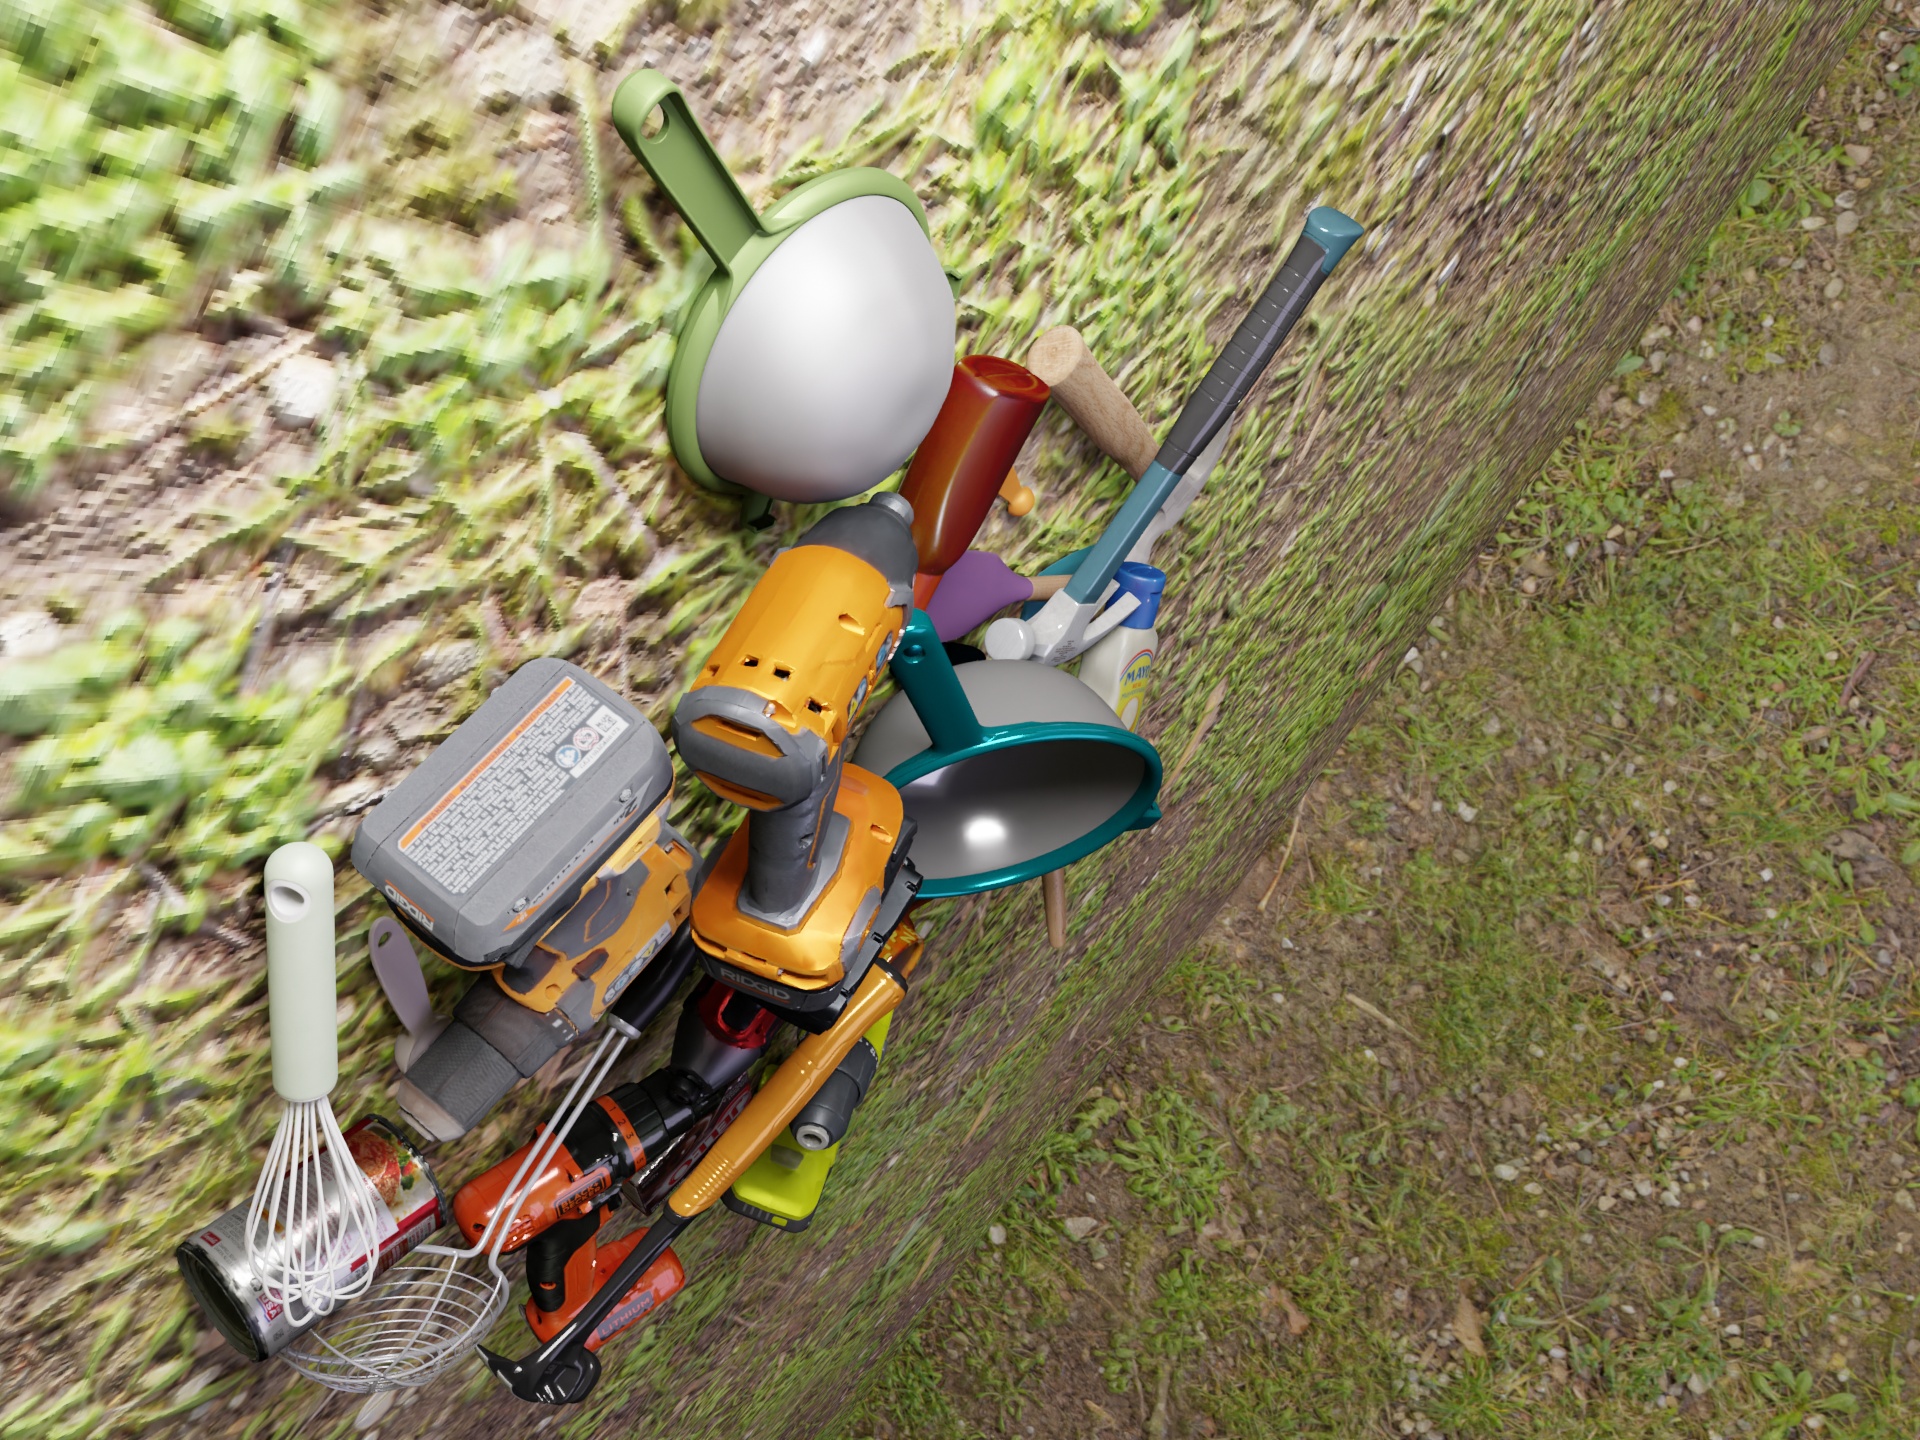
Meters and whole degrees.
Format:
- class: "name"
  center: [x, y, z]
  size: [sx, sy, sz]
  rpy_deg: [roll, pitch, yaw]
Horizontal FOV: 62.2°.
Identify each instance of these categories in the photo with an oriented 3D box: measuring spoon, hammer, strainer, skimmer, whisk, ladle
- class: "measuring spoon"
  center: [-0.261, 0.126, 0.740]
  size: [0.034, 0.018, 0.124]
  rpy_deg: [-53, 159, -37]
- class: "hammer"
  center: [0.137, -0.169, 0.986]
  size: [0.331, 0.033, 0.128]
  rpy_deg: [-56, 159, 20]
- class: "measuring spoon"
  center: [0.026, -0.140, 0.916]
  size: [0.021, 0.011, 0.116]
  rpy_deg: [-52, 161, 1]
- class: "measuring spoon"
  center: [-0.005, -0.037, 1.017]
  size: [0.042, 0.021, 0.128]
  rpy_deg: [-56, 159, 12]
- class: "strainer"
  center: [-0.056, -0.155, 0.606]
  size: [0.151, 0.069, 0.256]
  rpy_deg: [-51, 163, -2]
- class: "hammer"
  center: [0.104, -0.180, 0.997]
  size: [0.130, 0.031, 0.331]
  rpy_deg: [-54, 161, 6]
- class: "skimmer"
  center: [-0.244, 0.216, 0.903]
  size: [0.363, 0.090, 0.127]
  rpy_deg: [-58, 138, -17]
- class: "strainer"
  center: [-0.001, -0.003, 0.933]
  size: [0.211, 0.095, 0.340]
  rpy_deg: [-18, 151, 4]
- class: "whisk"
  center: [-0.270, 0.155, 0.659]
  size: [0.059, 0.058, 0.246]
  rpy_deg: [-80, 180, -63]
- class: "hammer"
  center: [-0.154, 0.279, 0.990]
  size: [0.337, 0.034, 0.127]
  rpy_deg: [-48, 156, -14]
- class: "ladle"
  center: [0.046, 0.025, 1.205]
  size: [0.320, 0.062, 0.078]
  rpy_deg: [-30, 141, -53]

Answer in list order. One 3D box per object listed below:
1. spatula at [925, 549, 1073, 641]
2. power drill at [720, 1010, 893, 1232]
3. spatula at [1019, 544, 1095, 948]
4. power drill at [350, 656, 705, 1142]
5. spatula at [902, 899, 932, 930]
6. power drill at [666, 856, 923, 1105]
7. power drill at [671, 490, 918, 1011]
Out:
- class: "spatula"
  center: [0.054, -0.085, 1.050]
  size: [0.316, 0.018, 0.059]
  rpy_deg: [-10, 122, -58]
- class: "power drill"
  center: [-0.110, 0.280, 1.186]
  size: [0.191, 0.080, 0.228]
  rpy_deg: [-74, -173, -51]
- class: "spatula"
  center: [0.070, 0.029, 1.166]
  size: [0.082, 0.044, 0.317]
  rpy_deg: [-31, 124, -48]
- class: "power drill"
  center: [-0.196, 0.092, 0.710]
  size: [0.185, 0.084, 0.226]
  rpy_deg: [-49, 166, -22]
- class: "spatula"
  center: [-0.002, 0.121, 1.197]
  size: [0.081, 0.041, 0.322]
  rpy_deg: [7, 141, -38]
- class: "power drill"
  center: [-0.112, 0.147, 0.937]
  size: [0.143, 0.078, 0.219]
  rpy_deg: [-56, -177, -32]
- class: "power drill"
  center: [-0.064, 0.013, 0.718]
  size: [0.226, 0.084, 0.164]
  rpy_deg: [97, 15, -50]
